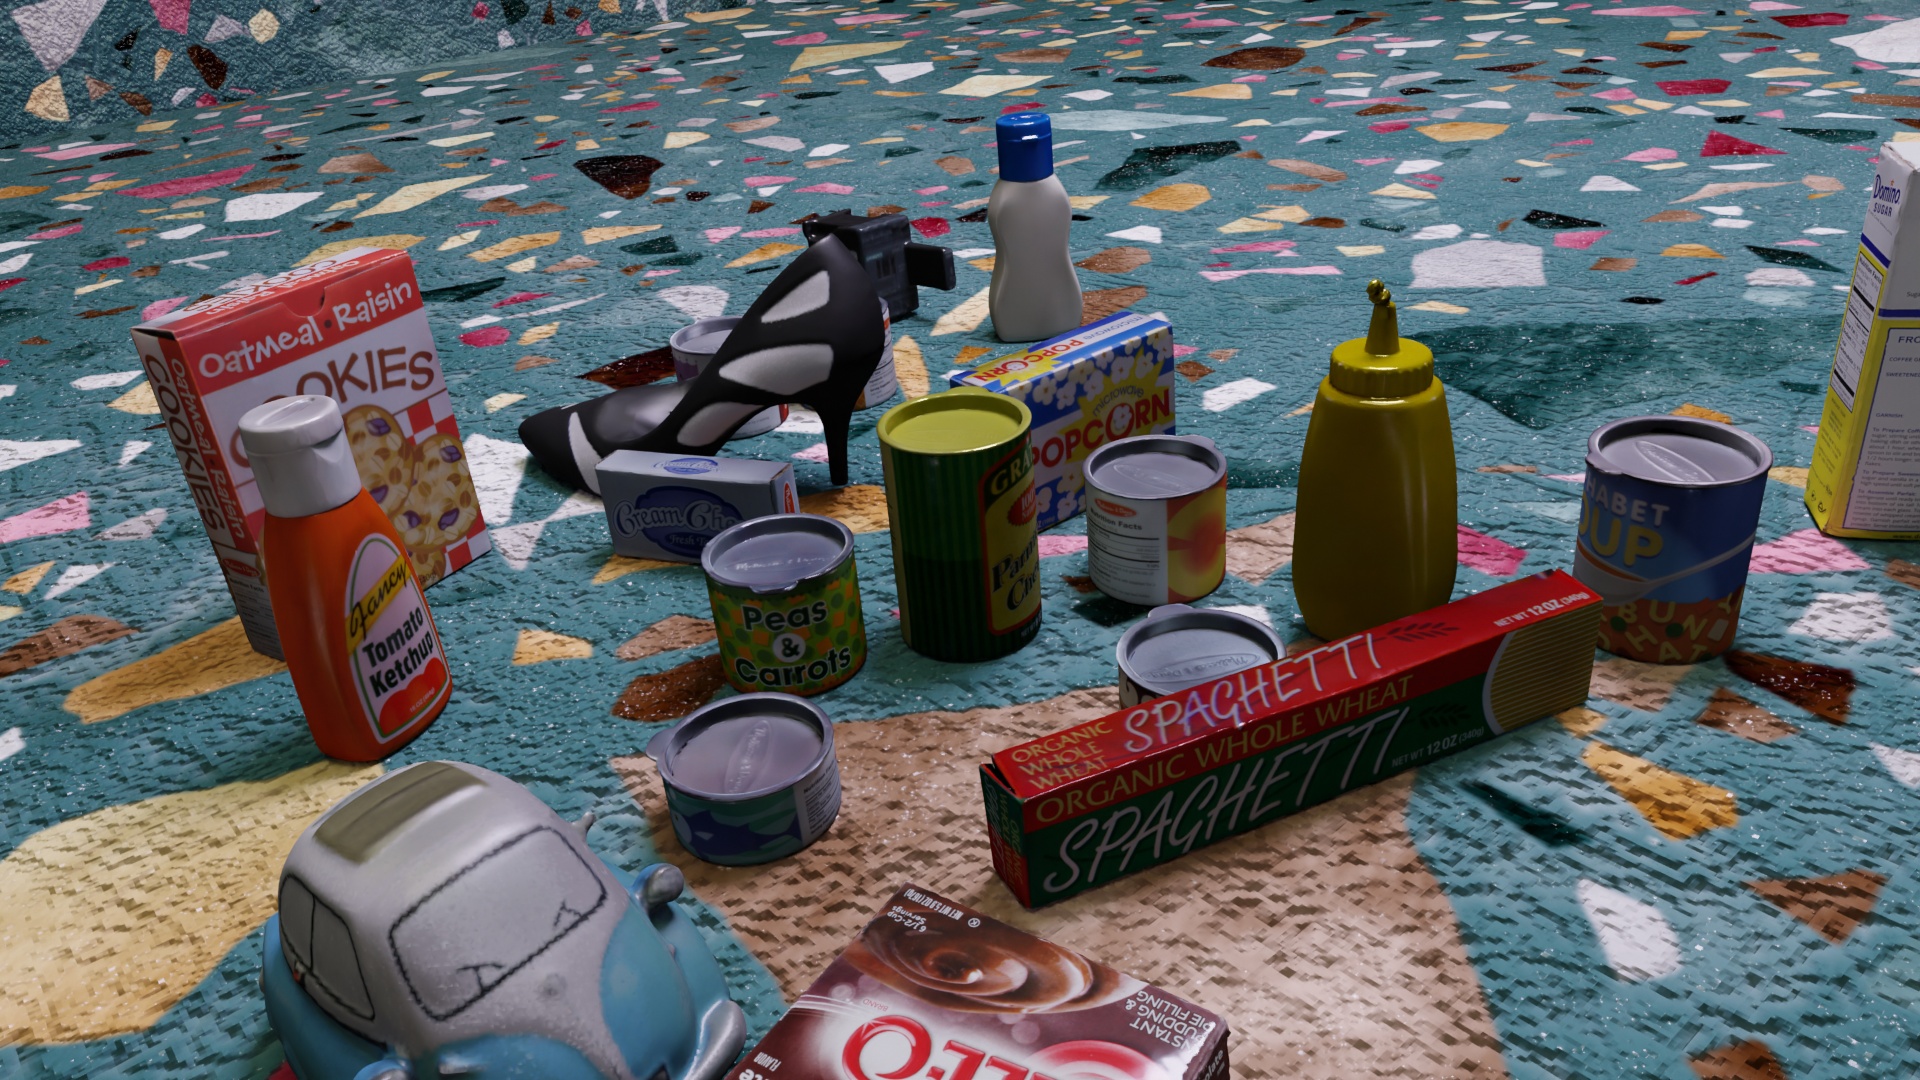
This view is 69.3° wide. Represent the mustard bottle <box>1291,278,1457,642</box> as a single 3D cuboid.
[{"bbox_3d":[0.172,-0.031,0.568,0.065,0.159,0.049,16,35,35],"label":"mustard bottle"}]

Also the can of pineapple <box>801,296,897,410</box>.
[{"bbox_3d":[-0.077,-0.120,0.887,0.071,0.057,0.071,-4,28,2],"label":"can of pineapple"}]

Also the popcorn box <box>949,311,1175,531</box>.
[{"bbox_3d":[0.057,-0.061,0.723,0.127,0.084,0.038,-25,33,-32],"label":"popcorn box"}]

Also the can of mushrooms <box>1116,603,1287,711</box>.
[{"bbox_3d":[0.095,0.056,0.554,0.071,0.033,0.071,-4,28,2],"label":"can of mushrooms"}]

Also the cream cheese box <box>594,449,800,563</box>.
[{"bbox_3d":[-0.132,-0.015,0.706,0.104,0.053,0.024,6,30,20],"label":"cream cheese box"}]

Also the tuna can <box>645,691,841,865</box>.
[{"bbox_3d":[-0.081,0.089,0.525,0.071,0.032,0.071,-4,28,2],"label":"tuna can"}]

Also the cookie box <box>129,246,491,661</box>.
[{"bbox_3d":[-0.302,-0.043,0.668,0.040,0.166,0.123,11,32,29],"label":"cookie box"}]

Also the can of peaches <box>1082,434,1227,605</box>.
[{"bbox_3d":[0.093,-0.011,0.653,0.071,0.057,0.071,-4,28,2],"label":"can of peaches"}]

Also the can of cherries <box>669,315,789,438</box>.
[{"bbox_3d":[-0.143,-0.103,0.865,0.071,0.058,0.072,-4,28,2],"label":"can of cherries"}]

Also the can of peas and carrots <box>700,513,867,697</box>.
[{"bbox_3d":[-0.076,0.029,0.608,0.071,0.058,0.071,-4,28,2],"label":"can of peas and carrots"}]

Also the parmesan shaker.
[{"bbox_3d":[0.002,-0.008,0.616,0.071,0.102,0.071,-4,28,2],"label":"parmesan shaker"}]

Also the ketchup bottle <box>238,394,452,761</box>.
[{"bbox_3d":[-0.255,0.015,0.571,0.043,0.148,0.065,4,29,18],"label":"ketchup bottle"}]

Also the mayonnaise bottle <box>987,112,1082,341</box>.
[{"bbox_3d":[0.047,-0.210,0.937,0.065,0.147,0.041,-9,28,-7],"label":"mayonnaise bottle"}]

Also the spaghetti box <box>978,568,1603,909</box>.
[{"bbox_3d":[0.127,0.068,0.508,0.251,0.050,0.029,-16,30,-18],"label":"spaghetti box"}]

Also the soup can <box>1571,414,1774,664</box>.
[{"bbox_3d":[0.287,-0.001,0.572,0.071,0.083,0.072,-4,28,2],"label":"soup can"}]
